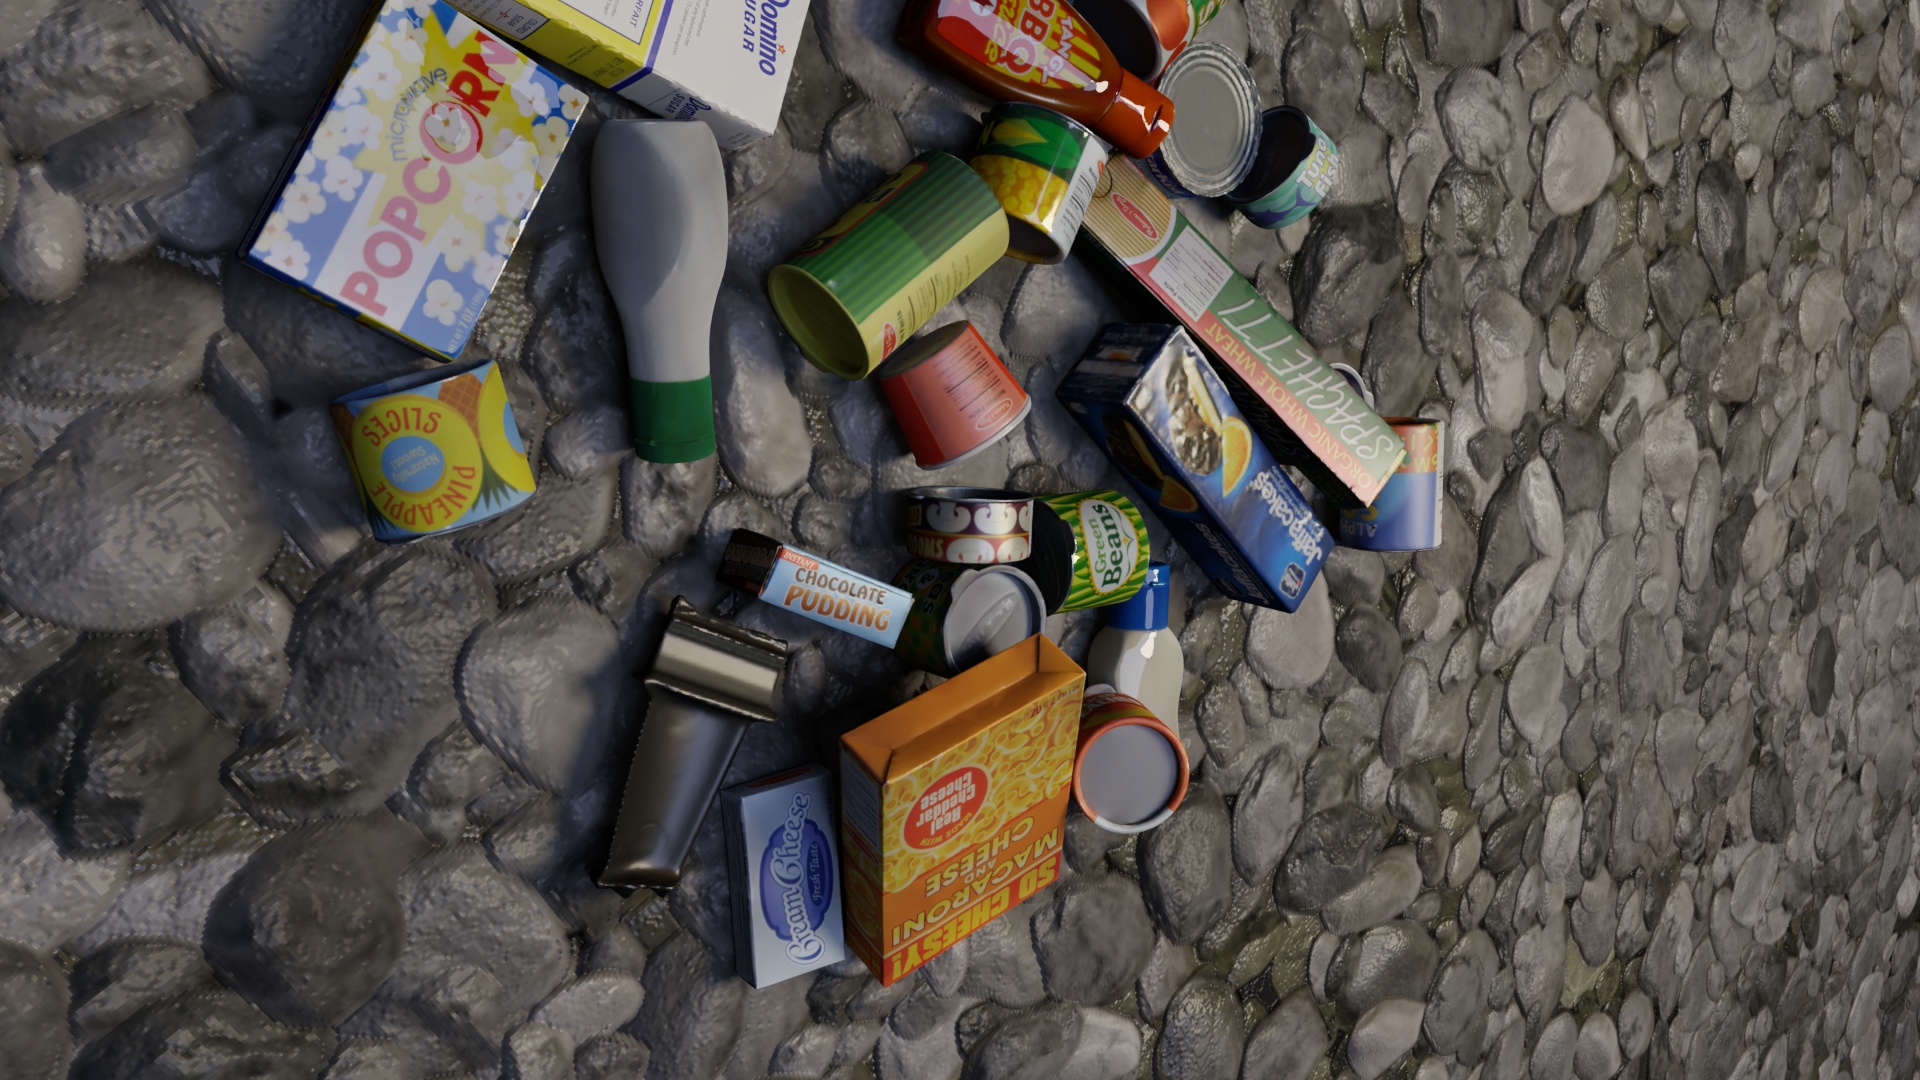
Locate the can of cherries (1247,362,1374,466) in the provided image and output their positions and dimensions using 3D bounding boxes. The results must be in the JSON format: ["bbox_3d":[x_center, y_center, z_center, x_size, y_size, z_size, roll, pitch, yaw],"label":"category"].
[{"bbox_3d":[0.213,-0.078,0.868,0.072,0.058,0.071,-5,99,-35],"label":"can of cherries"}]

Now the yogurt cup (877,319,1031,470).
[{"bbox_3d":[-0.006,-0.075,0.706,0.073,0.072,0.054,-41,110,-24],"label":"yogurt cup"}]

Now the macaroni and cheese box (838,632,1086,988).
[{"bbox_3d":[0.000,0.140,0.714,0.124,0.040,0.165,-25,137,-29],"label":"macaroni and cheese box"}]

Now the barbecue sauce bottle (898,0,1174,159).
[{"bbox_3d":[0.044,-0.247,0.715,0.148,0.043,0.065,24,87,-28],"label":"barbecue sauce bottle"}]

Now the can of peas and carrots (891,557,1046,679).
[{"bbox_3d":[0.000,0.040,0.729,0.071,0.059,0.071,-6,100,-35],"label":"can of peas and carrots"}]

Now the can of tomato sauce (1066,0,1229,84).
[{"bbox_3d":[0.106,-0.295,0.752,0.083,0.071,0.071,-49,122,-19],"label":"can of tomato sauce"}]

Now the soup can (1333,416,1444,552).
[{"bbox_3d":[0.283,-0.038,0.923,0.071,0.071,0.083,-8,101,-35],"label":"soup can"}]

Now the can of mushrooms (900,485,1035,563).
[{"bbox_3d":[0.003,-0.009,0.720,0.071,0.071,0.033,-4,101,-36],"label":"can of mushrooms"}]

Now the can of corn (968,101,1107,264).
[{"bbox_3d":[0.033,-0.184,0.717,0.071,0.071,0.058,27,82,-36],"label":"can of corn"}]

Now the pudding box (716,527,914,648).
[{"bbox_3d":[-0.070,0.023,0.681,0.083,0.049,0.030,24,84,-36],"label":"pudding box"}]

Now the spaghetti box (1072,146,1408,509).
[{"bbox_3d":[0.156,-0.115,0.791,0.250,0.028,0.050,42,73,-13],"label":"spaghetti box"}]

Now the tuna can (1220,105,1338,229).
[{"bbox_3d":[0.189,-0.220,0.821,0.033,0.071,0.071,28,80,-37],"label":"tuna can"}]

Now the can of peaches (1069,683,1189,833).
[{"bbox_3d":[0.087,0.120,0.769,0.071,0.058,0.071,-1,97,-8],"label":"can of peaches"}]

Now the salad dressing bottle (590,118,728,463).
[{"bbox_3d":[-0.131,-0.109,0.613,0.044,0.064,0.147,-24,121,-52],"label":"salad dressing bottle"}]

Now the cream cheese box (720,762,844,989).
[{"bbox_3d":[-0.089,0.169,0.705,0.053,0.024,0.103,-10,103,-33],"label":"cream cheese box"}]

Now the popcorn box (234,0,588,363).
[{"bbox_3d":[-0.217,-0.146,0.555,0.085,0.038,0.127,29,80,-34],"label":"popcorn box"}]

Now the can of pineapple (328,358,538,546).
[{"bbox_3d":[-0.211,-0.036,0.557,0.071,0.071,0.057,-24,110,-31],"label":"can of pineapple"}]

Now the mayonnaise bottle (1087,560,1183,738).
[{"bbox_3d":[0.103,0.086,0.823,0.065,0.041,0.148,-2,97,-31],"label":"mayonnaise bottle"}]

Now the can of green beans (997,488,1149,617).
[{"bbox_3d":[0.062,0.006,0.764,0.058,0.071,0.071,-8,102,-35],"label":"can of green beans"}]

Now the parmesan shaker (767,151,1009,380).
[{"bbox_3d":[-0.034,-0.134,0.676,0.103,0.071,0.071,-45,120,-24],"label":"parmesan shaker"}]
